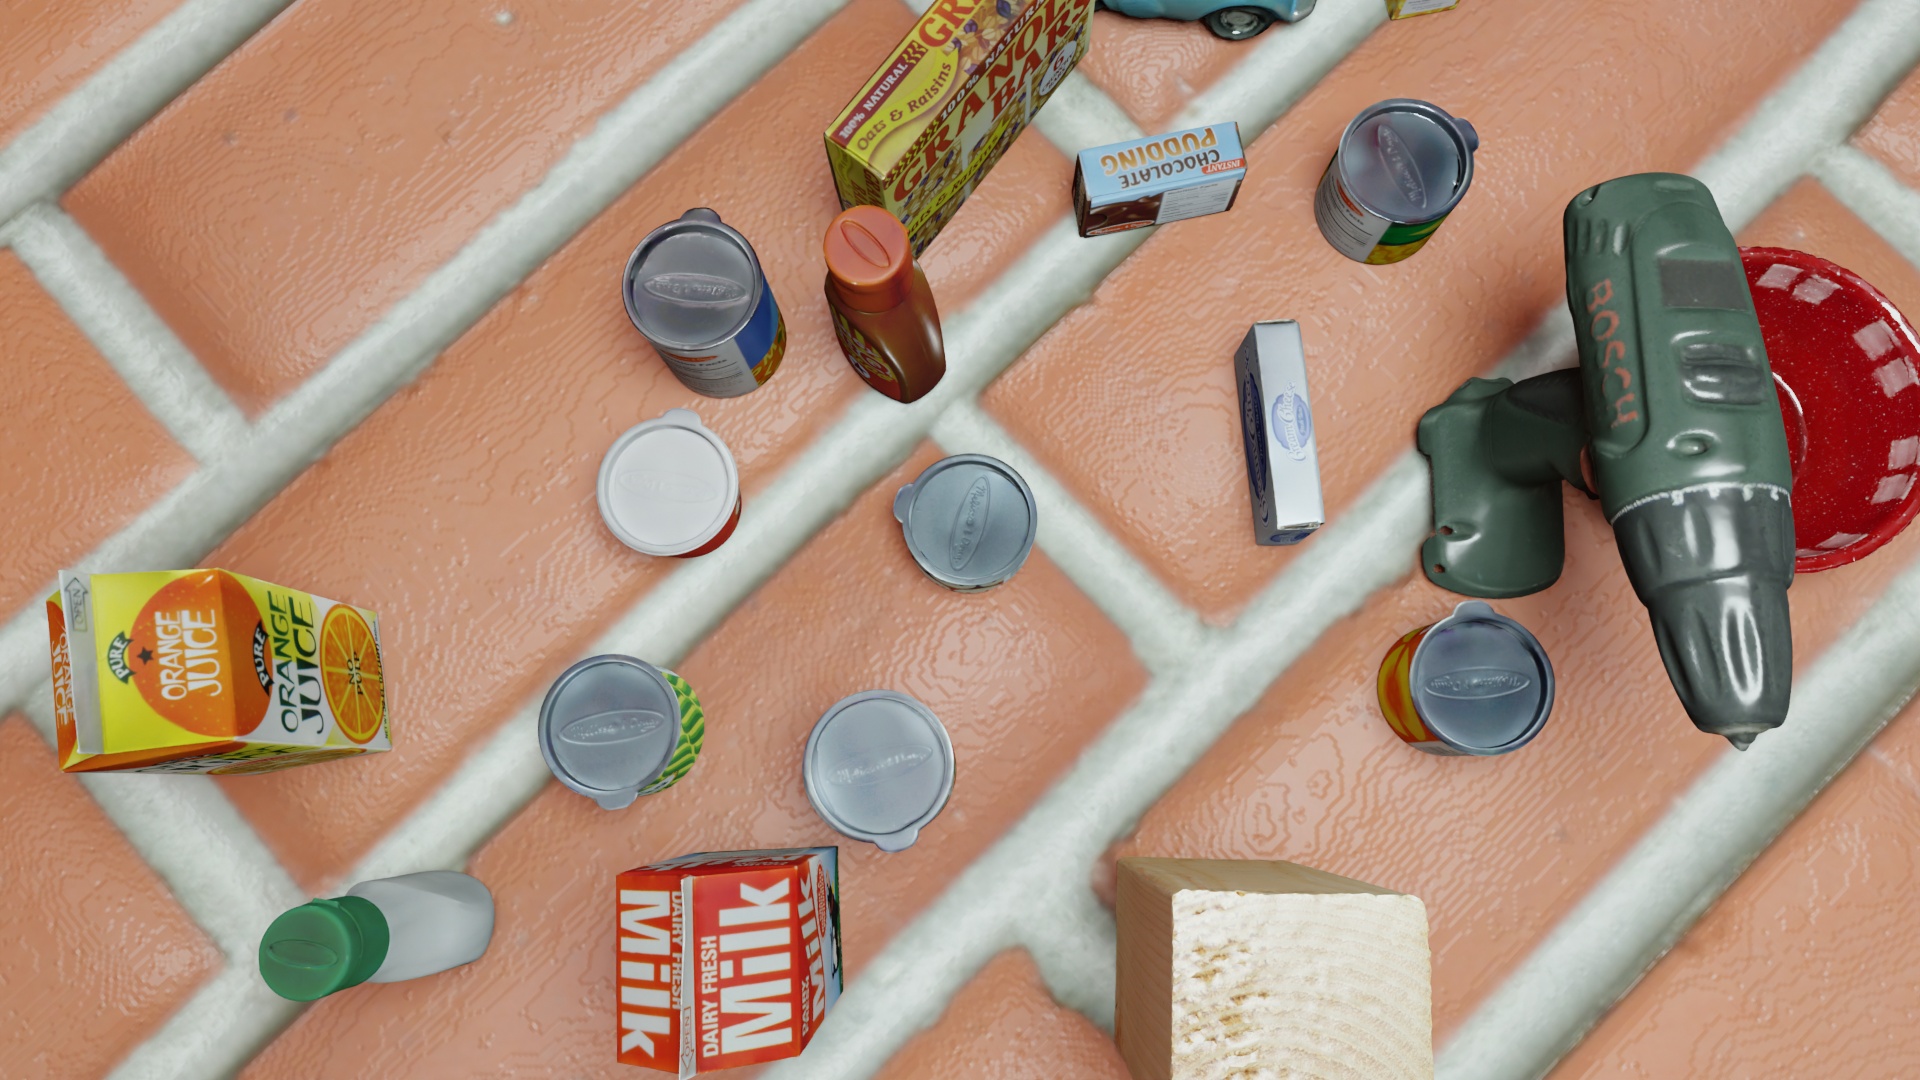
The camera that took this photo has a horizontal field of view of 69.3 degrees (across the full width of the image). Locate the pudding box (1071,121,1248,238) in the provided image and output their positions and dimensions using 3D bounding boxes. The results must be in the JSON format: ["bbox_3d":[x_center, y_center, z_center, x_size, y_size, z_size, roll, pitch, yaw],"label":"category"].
[{"bbox_3d":[0.101,-0.185,0.715,0.084,0.049,0.030,-12,80,-1],"label":"pudding box"}]

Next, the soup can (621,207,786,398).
[{"bbox_3d":[-0.124,-0.115,0.689,0.071,0.083,0.071,0,80,1],"label":"soup can"}]

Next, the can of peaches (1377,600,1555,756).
[{"bbox_3d":[0.238,0.067,0.660,0.071,0.058,0.071,0,80,1],"label":"can of peaches"}]

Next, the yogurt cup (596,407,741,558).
[{"bbox_3d":[-0.140,-0.022,0.686,0.072,0.054,0.072,0,80,1],"label":"yogurt cup"}]

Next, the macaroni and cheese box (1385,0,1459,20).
[{"bbox_3d":[0.239,-0.360,0.686,0.040,0.166,0.124,-11,80,-1],"label":"macaroni and cheese box"}]

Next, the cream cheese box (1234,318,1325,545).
[{"bbox_3d":[0.157,-0.052,0.687,0.024,0.053,0.104,-5,79,0],"label":"cream cheese box"}]

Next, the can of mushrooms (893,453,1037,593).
[{"bbox_3d":[0.002,-0.009,0.692,0.071,0.033,0.071,0,79,1],"label":"can of mushrooms"}]

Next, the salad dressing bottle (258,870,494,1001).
[{"bbox_3d":[-0.251,0.171,0.604,0.064,0.147,0.044,9,80,3],"label":"salad dressing bottle"}]

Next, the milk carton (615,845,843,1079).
[{"bbox_3d":[-0.095,0.170,0.580,0.073,0.190,0.072,-3,80,1],"label":"milk carton"}]

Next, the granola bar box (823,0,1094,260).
[{"bbox_3d":[0.003,-0.224,0.686,0.039,0.124,0.166,37,82,7],"label":"granola bar box"}]

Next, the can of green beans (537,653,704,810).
[{"bbox_3d":[-0.160,0.090,0.664,0.071,0.057,0.071,0,80,1],"label":"can of green beans"}]

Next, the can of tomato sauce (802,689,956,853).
[{"bbox_3d":[-0.034,0.107,0.645,0.071,0.083,0.071,0,80,1],"label":"can of tomato sauce"}]

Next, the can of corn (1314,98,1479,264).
[{"bbox_3d":[0.221,-0.182,0.708,0.071,0.058,0.071,0,80,1],"label":"can of corn"}]

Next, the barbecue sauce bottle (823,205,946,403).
[{"bbox_3d":[-0.038,-0.112,0.653,0.044,0.148,0.065,-43,82,-6],"label":"barbecue sauce bottle"}]

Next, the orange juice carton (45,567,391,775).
[{"bbox_3d":[-0.325,0.061,0.604,0.073,0.192,0.072,-11,80,-1],"label":"orange juice carton"}]
